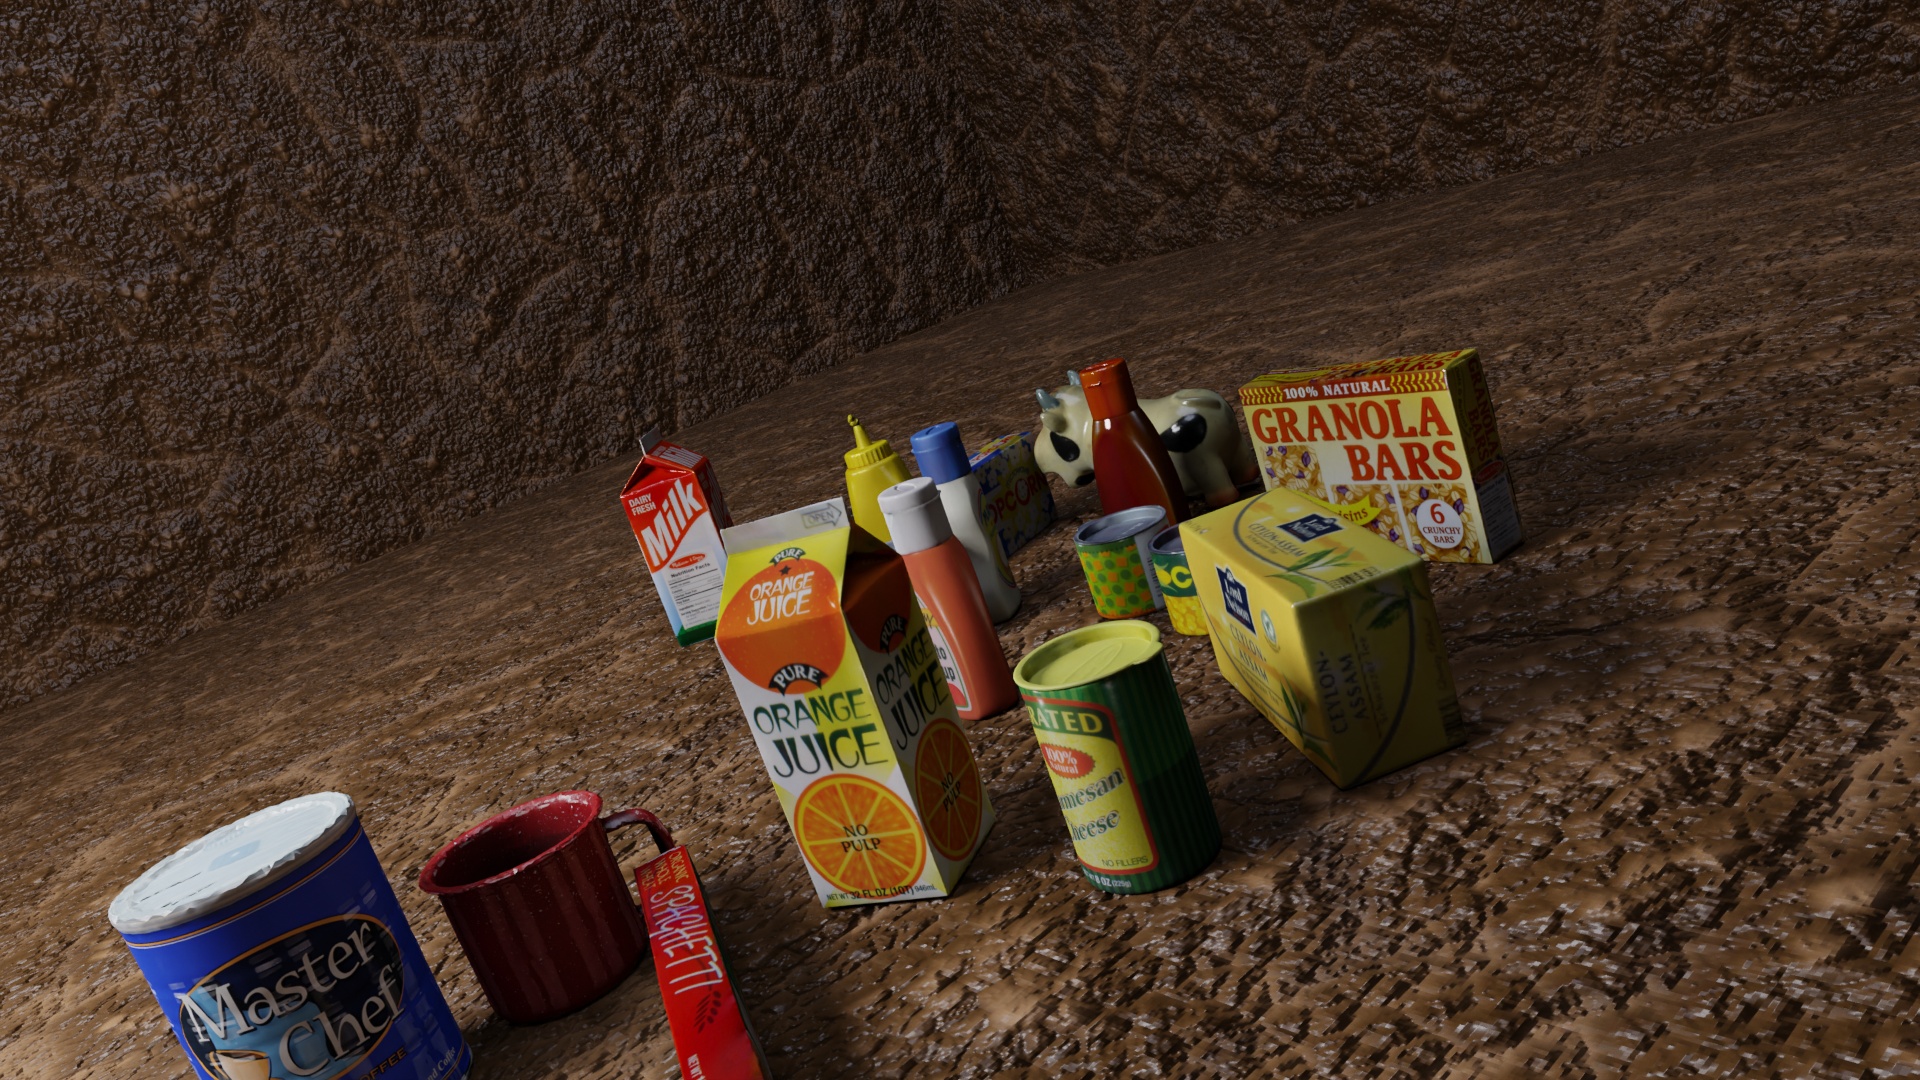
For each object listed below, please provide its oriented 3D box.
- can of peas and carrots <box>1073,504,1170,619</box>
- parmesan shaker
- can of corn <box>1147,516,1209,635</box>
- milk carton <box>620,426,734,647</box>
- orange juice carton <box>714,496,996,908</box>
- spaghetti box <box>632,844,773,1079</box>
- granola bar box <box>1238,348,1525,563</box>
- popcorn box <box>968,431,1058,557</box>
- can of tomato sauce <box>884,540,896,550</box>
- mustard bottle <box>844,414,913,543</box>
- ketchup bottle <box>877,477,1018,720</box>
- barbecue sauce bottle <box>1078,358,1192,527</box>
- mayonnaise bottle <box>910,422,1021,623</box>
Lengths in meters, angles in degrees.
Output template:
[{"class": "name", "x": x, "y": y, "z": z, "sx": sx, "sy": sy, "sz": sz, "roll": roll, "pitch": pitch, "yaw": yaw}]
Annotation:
[{"class": "can of peas and carrots", "x": 0.116, "y": 0.015, "z": 0.958, "sx": 0.071, "sy": 0.058, "sz": 0.071, "roll": -18, "pitch": 14, "yaw": 5}, {"class": "parmesan shaker", "x": 0.072, "y": 0.095, "z": 0.613, "sx": 0.071, "sy": 0.103, "sz": 0.071, "roll": -18, "pitch": 13, "yaw": 5}, {"class": "can of corn", "x": 0.158, "y": 0.022, "z": 0.878, "sx": 0.071, "sy": 0.058, "sz": 0.071, "roll": -18, "pitch": 14, "yaw": 5}, {"class": "milk carton", "x": -0.249, "y": -0.009, "z": 1.262, "sx": 0.073, "sy": 0.190, "sz": 0.072, "roll": -18, "pitch": 13, "yaw": 4}, {"class": "orange juice carton", "x": -0.054, "y": 0.075, "z": 0.672, "sx": 0.071, "sy": 0.192, "sz": 0.073, "roll": -13, "pitch": 15, "yaw": 25}, {"class": "spaghetti box", "x": -0.105, "y": 0.194, "z": 0.579, "sx": 0.029, "sy": 0.050, "sz": 0.250, "roll": -23, "pitch": 14, "yaw": -14}, {"class": "granola bar box", "x": 0.263, "y": -0.051, "z": 0.880, "sx": 0.039, "sy": 0.124, "sz": 0.165, "roll": -27, "pitch": 16, "yaw": -30}, {"class": "popcorn box", "x": 0.030, "y": -0.034, "z": 1.207, "sx": 0.038, "sy": 0.085, "sz": 0.127, "roll": -9, "pitch": 17, "yaw": 36}, {"class": "can of tomato sauce", "x": -0.037, "y": 0.045, "z": 0.996, "sx": 0.071, "sy": 0.083, "sz": 0.071, "roll": -18, "pitch": 13, "yaw": 5}, {"class": "mustard bottle", "x": -0.061, "y": -0.033, "z": 1.167, "sx": 0.065, "sy": 0.160, "sz": 0.049, "roll": -17, "pitch": 13, "yaw": 8}, {"class": "ketchup bottle", "x": -0.009, "y": 0.035, "z": 0.859, "sx": 0.044, "sy": 0.148, "sz": 0.065, "roll": -24, "pitch": 14, "yaw": -19}, {"class": "barbecue sauce bottle", "x": 0.129, "y": -0.063, "z": 1.054, "sx": 0.065, "sy": 0.148, "sz": 0.044, "roll": -8, "pitch": 17, "yaw": 38}, {"class": "mayonnaise bottle", "x": 0.004, "y": -0.013, "z": 1.029, "sx": 0.041, "sy": 0.147, "sz": 0.065, "roll": -16, "pitch": 14, "yaw": 13}]
